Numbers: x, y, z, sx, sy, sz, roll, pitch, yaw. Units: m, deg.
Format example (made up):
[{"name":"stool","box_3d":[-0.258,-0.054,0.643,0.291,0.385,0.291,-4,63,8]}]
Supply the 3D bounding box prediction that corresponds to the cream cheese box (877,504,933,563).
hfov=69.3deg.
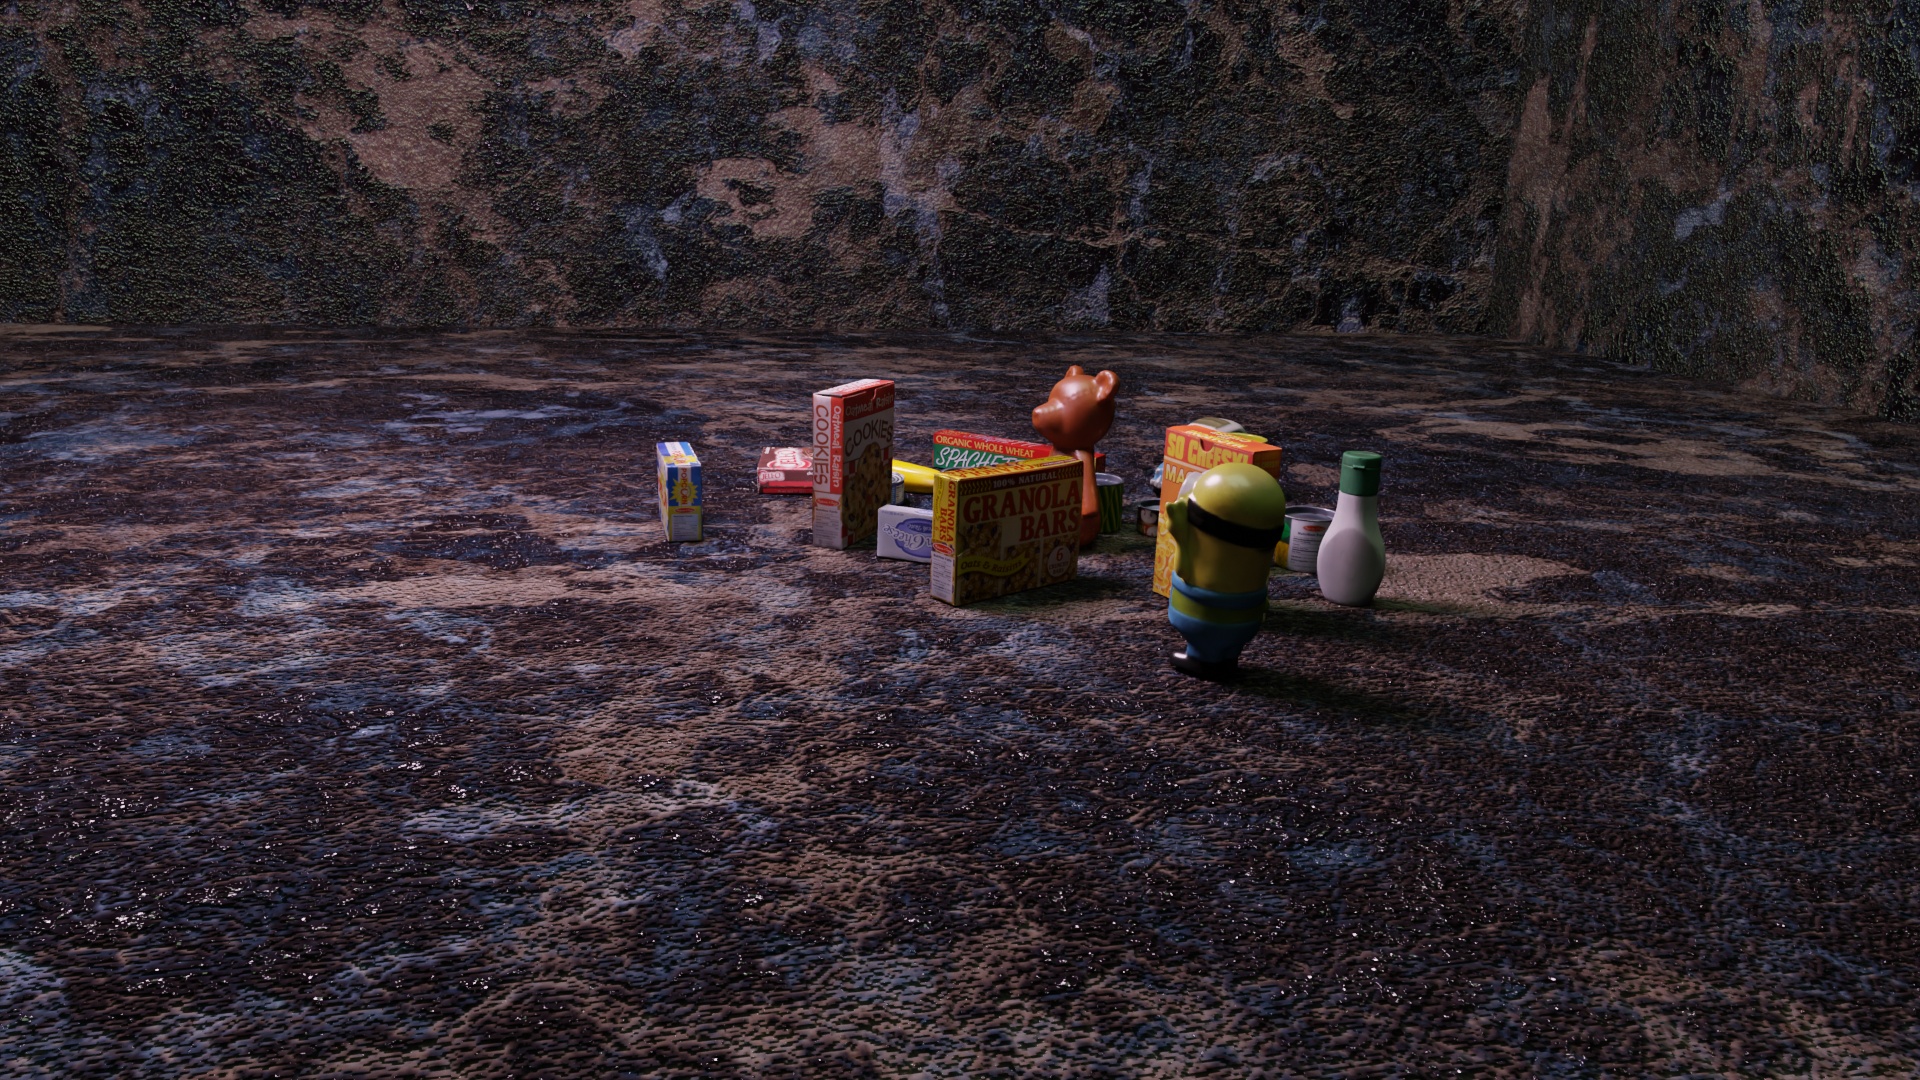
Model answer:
[{"name":"cream cheese box","box_3d":[-0.034,-0.004,1.439,0.104,0.053,0.024,7,16,19]}]

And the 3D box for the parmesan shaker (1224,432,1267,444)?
[{"name":"parmesan shaker","box_3d":[0.323,-0.072,1.645,0.071,0.102,0.071,2,15,0]}]

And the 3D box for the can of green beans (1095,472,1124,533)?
[{"name":"can of green beans","box_3d":[0.154,-0.044,1.605,0.071,0.057,0.071,2,15,0]}]

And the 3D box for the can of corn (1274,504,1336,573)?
[{"name":"can of corn","box_3d":[0.371,-0.002,1.482,0.071,0.058,0.071,2,15,0]}]

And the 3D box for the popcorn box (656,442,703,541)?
[{"name":"popcorn box","box_3d":[-0.310,-0.055,1.528,0.038,0.085,0.127,-2,16,-17]}]

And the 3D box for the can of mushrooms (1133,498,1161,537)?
[{"name":"can of mushrooms","box_3d":[0.233,-0.026,1.595,0.071,0.033,0.071,2,15,0]}]

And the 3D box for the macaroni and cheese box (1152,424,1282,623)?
[{"name":"macaroni and cheese box","box_3d":[0.239,-0.016,1.309,0.040,0.166,0.124,-7,17,-31]}]

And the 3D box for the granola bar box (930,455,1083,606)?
[{"name":"granola bar box","box_3d":[0.047,-0.012,1.348,0.166,0.123,0.039,-11,20,-40]}]

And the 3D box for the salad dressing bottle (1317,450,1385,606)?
[{"name":"salad dressing bottle","box_3d":[0.384,-0.012,1.351,0.064,0.147,0.044,8,16,22]}]

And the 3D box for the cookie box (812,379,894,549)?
[{"name":"cookie box","box_3d":[-0.115,-0.086,1.513,0.040,0.167,0.123,8,16,22]}]

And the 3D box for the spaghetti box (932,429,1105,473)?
[{"name":"spaghetti box","box_3d":[0.073,-0.105,1.833,0.250,0.050,0.029,11,17,30]}]

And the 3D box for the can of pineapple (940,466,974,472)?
[{"name":"can of pineapple","box_3d":[0.008,-0.050,1.608,0.071,0.057,0.071,2,15,0]}]
